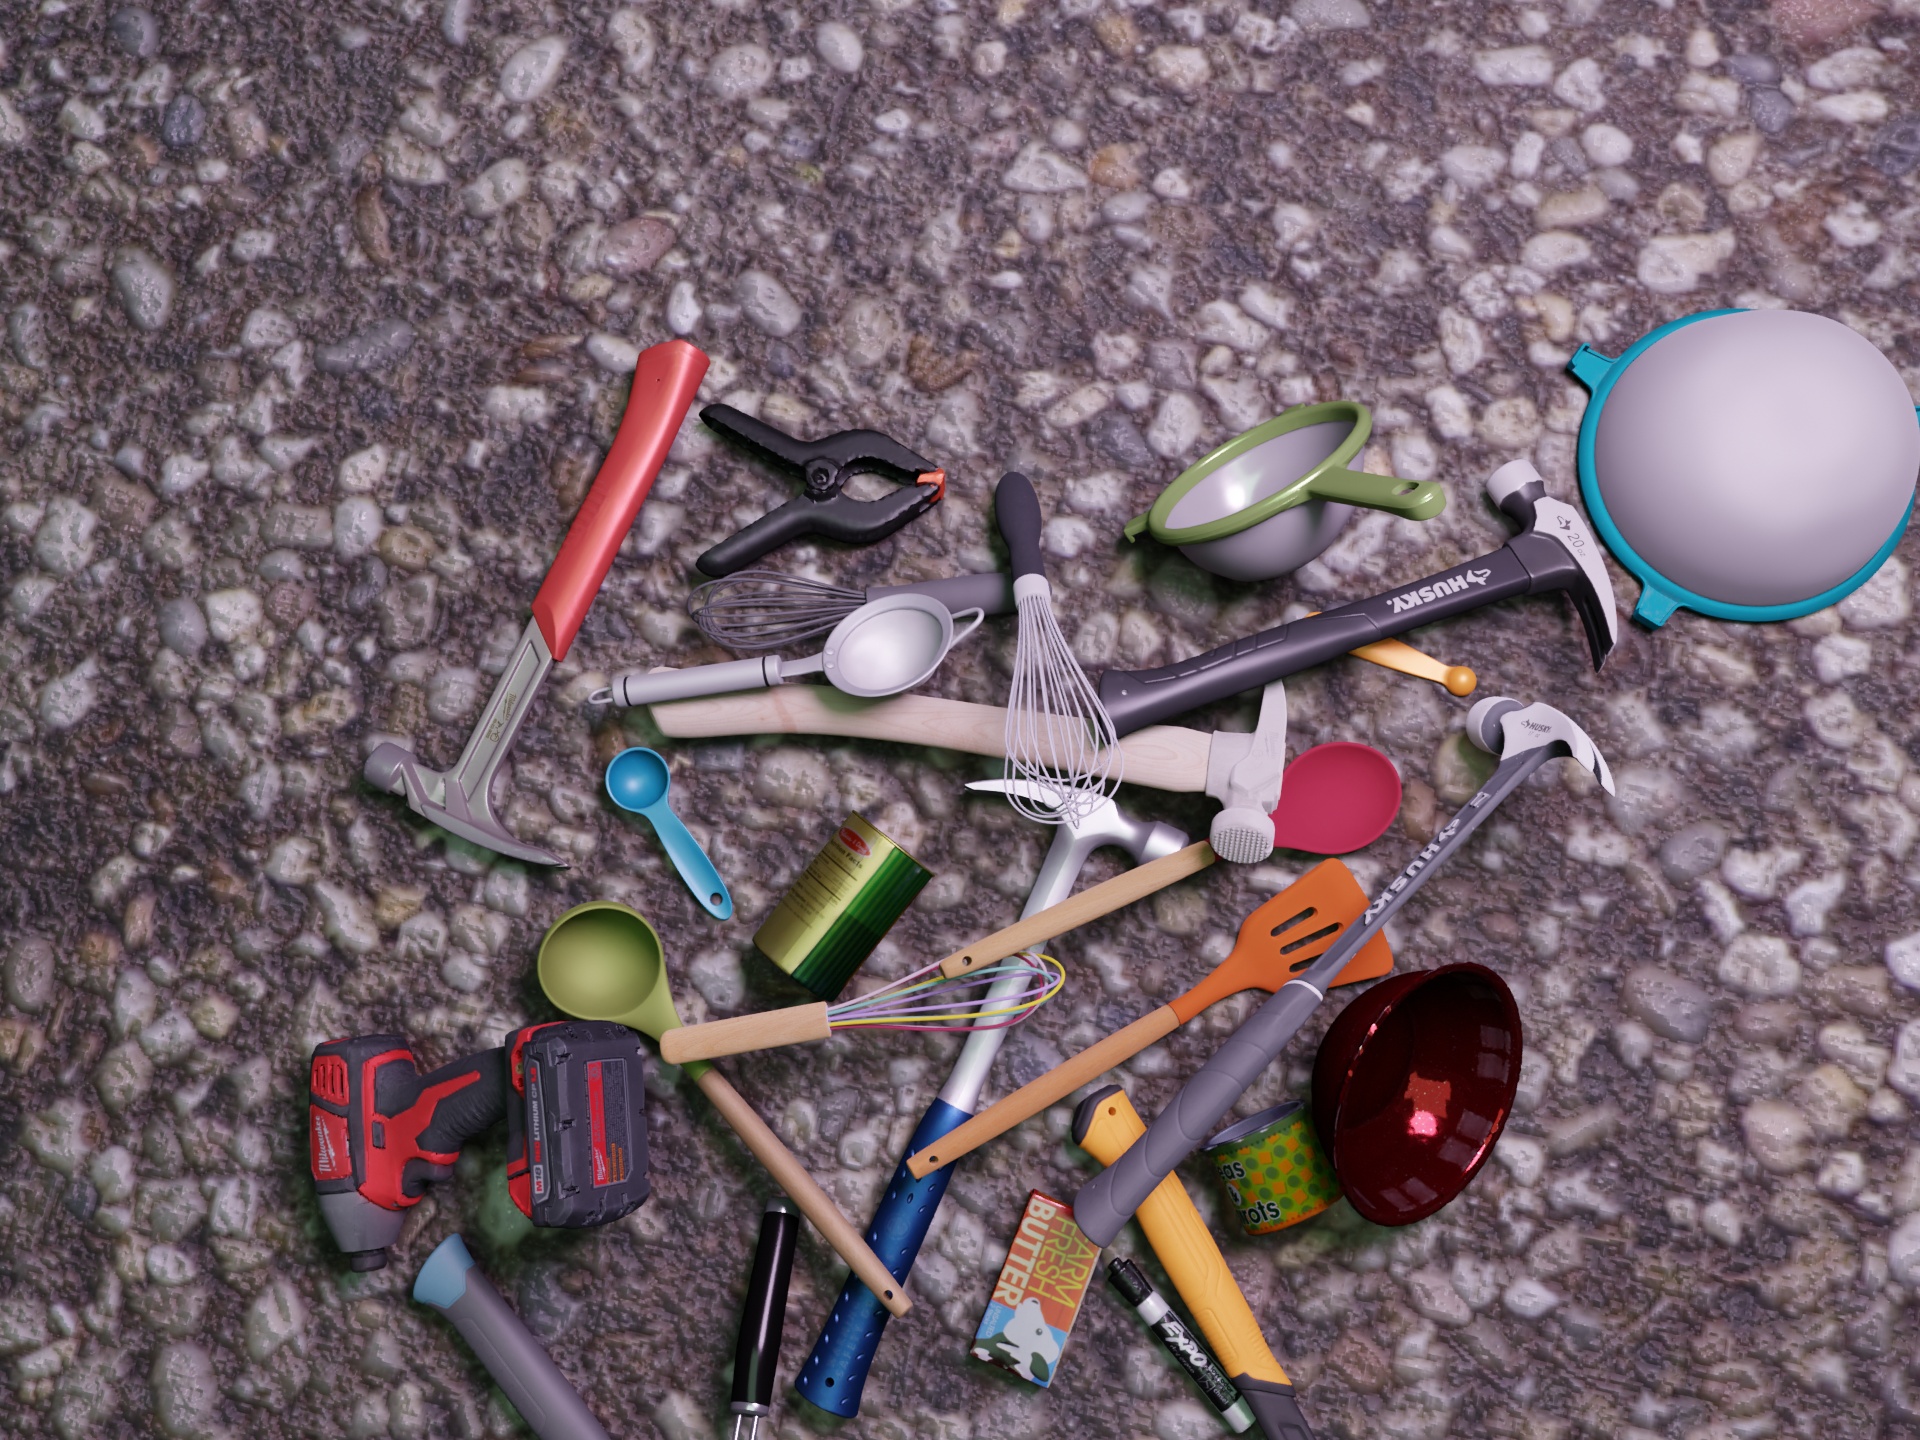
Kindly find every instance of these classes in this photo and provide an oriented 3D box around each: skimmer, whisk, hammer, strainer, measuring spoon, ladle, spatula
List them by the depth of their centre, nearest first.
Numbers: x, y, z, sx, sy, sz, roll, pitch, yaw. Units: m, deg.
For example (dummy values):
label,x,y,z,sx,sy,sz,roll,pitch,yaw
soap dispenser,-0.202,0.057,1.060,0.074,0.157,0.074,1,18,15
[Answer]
label,x,y,z,sx,sy,sz,roll,pitch,yaw
hammer,0.213,0.146,0.917,0.036,0.149,0.409,43,89,-10
skimmer,-0.129,0.469,0.921,0.127,0.090,0.364,3,59,8
hammer,0.173,0.366,0.941,0.127,0.034,0.337,-25,74,-21
strainer,0.215,-0.121,0.947,0.151,0.256,0.069,-36,112,-9
whisk,-0.058,0.174,0.955,0.245,0.051,0.047,-10,57,-1
spatula,0.111,0.191,0.963,0.322,0.041,0.081,-28,92,-13
hammer,-0.221,0.454,0.964,0.128,0.033,0.331,-42,80,-3
ladle,-0.142,0.236,0.967,0.078,0.062,0.320,-44,74,0
ladle,0.130,0.091,0.968,0.315,0.031,0.069,-22,82,-16
whisk,0.047,-0.053,0.973,0.070,0.070,0.285,-10,51,2
hammer,0.238,-0.052,0.976,0.334,0.035,0.146,-19,61,-7
strainer,0.568,-0.185,0.986,0.340,0.095,0.211,-11,80,3
hammer,-0.004,0.226,0.987,0.144,0.035,0.405,24,83,7
strainer,-0.109,-0.032,0.998,0.258,0.050,0.087,-8,47,6
hammer,-0.002,-0.003,1.011,0.410,0.038,0.146,7,50,11
measuring spoon,0.277,-0.045,1.025,0.117,0.011,0.021,23,83,8
whisk,-0.059,-0.078,1.038,0.239,0.055,0.055,-4,80,-1
measuring spoon,-0.186,0.075,1.039,0.042,0.021,0.128,-33,89,-3
hammer,-0.251,-0.086,1.058,0.149,0.036,0.359,25,83,8

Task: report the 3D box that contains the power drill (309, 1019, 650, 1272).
label,x,y,z,sx,sy,sz,roll,pitch,yaw
power drill,-0.300,0.255,0.958,0.220,0.078,0.143,-11,78,24
